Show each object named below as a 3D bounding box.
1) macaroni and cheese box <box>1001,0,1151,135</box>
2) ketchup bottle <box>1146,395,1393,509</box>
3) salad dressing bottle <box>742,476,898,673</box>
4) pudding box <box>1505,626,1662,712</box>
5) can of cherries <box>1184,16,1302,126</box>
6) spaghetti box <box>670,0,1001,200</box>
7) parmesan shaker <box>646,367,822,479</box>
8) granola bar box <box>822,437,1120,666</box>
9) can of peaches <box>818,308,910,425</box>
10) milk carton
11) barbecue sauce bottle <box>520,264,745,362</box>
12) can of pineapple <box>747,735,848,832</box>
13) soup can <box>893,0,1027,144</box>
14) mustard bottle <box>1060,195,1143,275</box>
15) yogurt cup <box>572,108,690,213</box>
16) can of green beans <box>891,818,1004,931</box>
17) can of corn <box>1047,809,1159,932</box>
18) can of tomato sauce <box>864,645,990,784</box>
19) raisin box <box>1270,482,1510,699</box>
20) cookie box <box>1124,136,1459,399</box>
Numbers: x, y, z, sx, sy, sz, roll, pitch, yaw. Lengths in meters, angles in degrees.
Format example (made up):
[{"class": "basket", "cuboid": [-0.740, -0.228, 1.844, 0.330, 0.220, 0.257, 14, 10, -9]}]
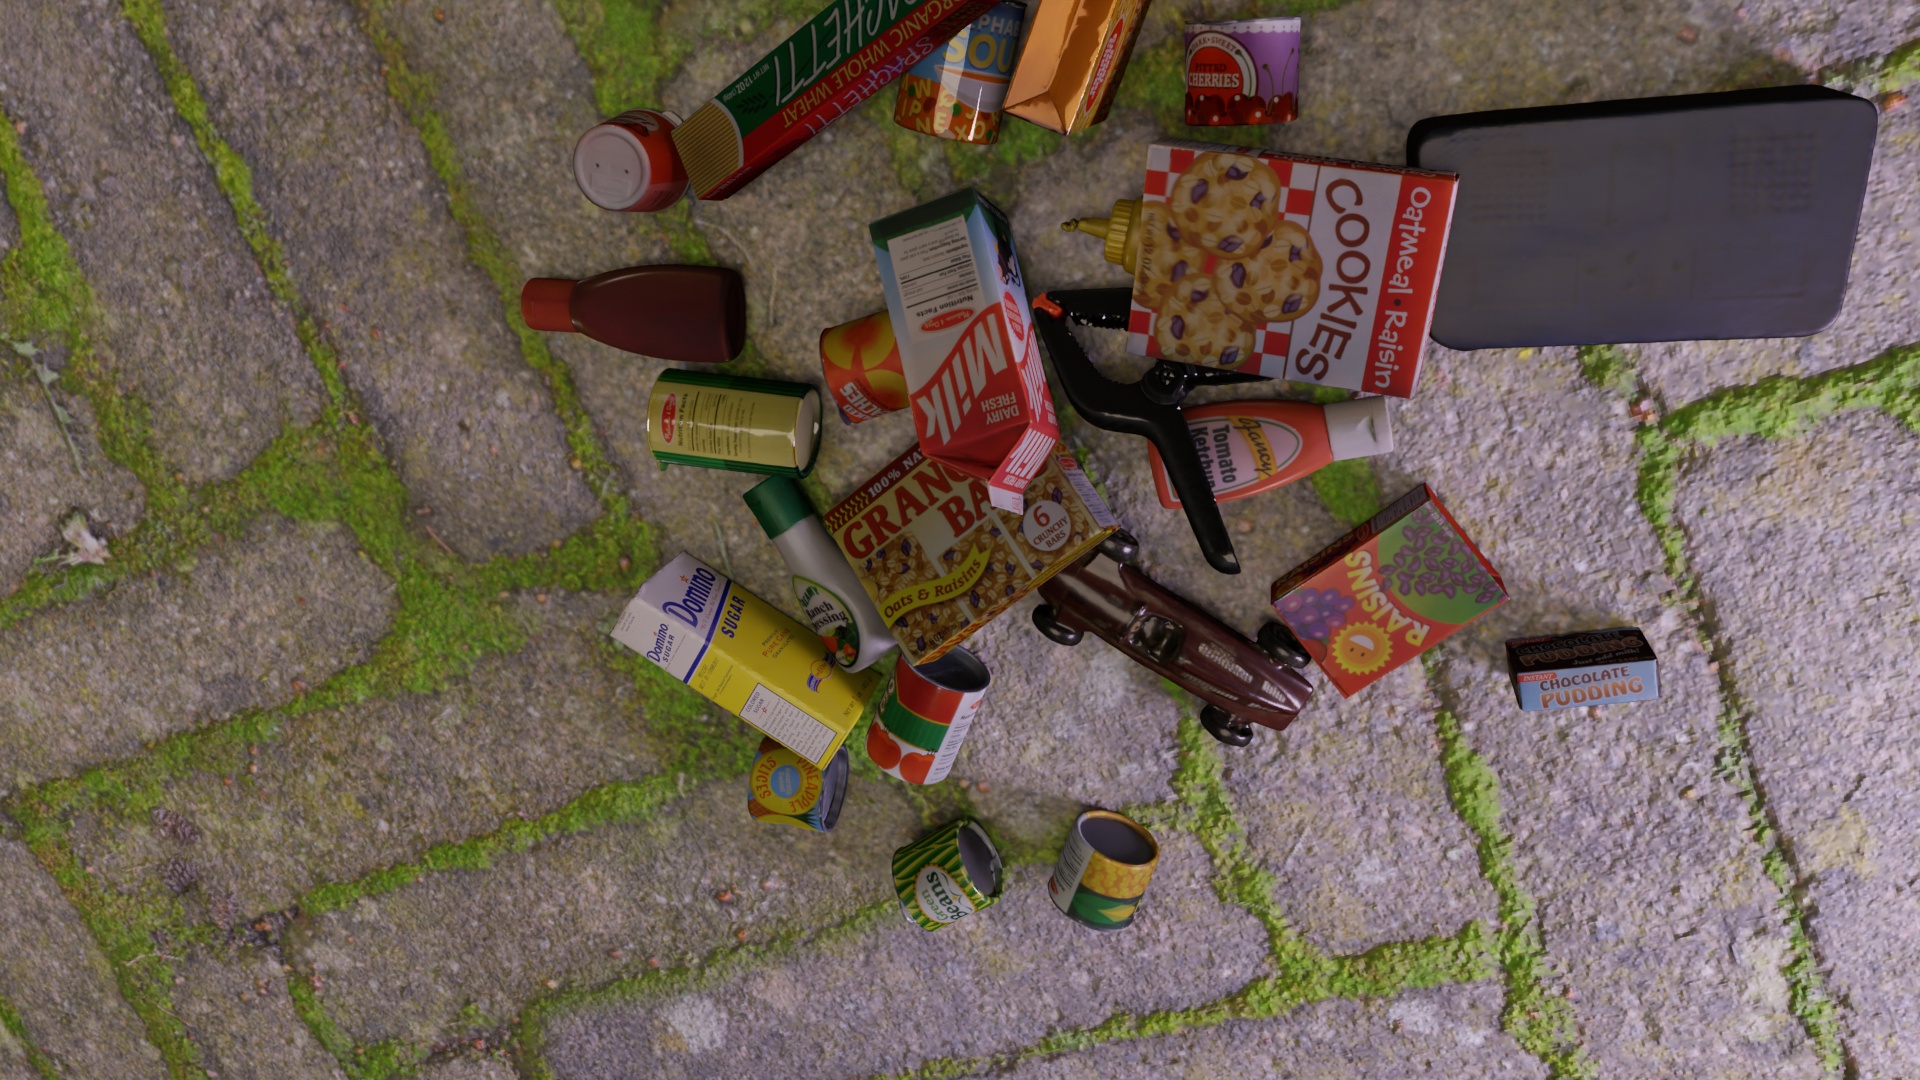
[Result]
[{"class": "macaroni and cheese box", "cuboid": [0.075, -0.292, 0.763, 0.040, 0.167, 0.123, 23, 112, 4]}, {"class": "ketchup bottle", "cuboid": [0.196, -0.062, 0.883, 0.149, 0.043, 0.064, -10, 98, 15]}, {"class": "salad dressing bottle", "cuboid": [-0.099, 0.021, 0.974, 0.064, 0.044, 0.147, -27, 97, 53]}, {"class": "pudding box", "cuboid": [0.396, 0.082, 0.885, 0.083, 0.050, 0.030, -8, 109, 16]}, {"class": "can of cherries", "cuboid": [0.161, -0.271, 0.803, 0.071, 0.072, 0.058, 2, 111, 12]}, {"class": "spaghetti box", "cuboid": [-0.081, -0.282, 0.832, 0.249, 0.029, 0.050, -23, 89, 37]}, {"class": "parmesan shaker", "cuboid": [-0.152, -0.076, 0.943, 0.103, 0.071, 0.071, 7, 111, 9]}, {"class": "granola bar box", "cuboid": [0.003, -0.012, 0.925, 0.165, 0.039, 0.124, -37, 77, 21]}, {"class": "can of peaches", "cuboid": [-0.052, -0.113, 0.906, 0.058, 0.071, 0.071, -16, 105, 17]}, {"class": "milk carton", "cuboid": [0.008, -0.110, 0.858, 0.073, 0.072, 0.190, -16, 82, 17]}, {"class": "barbecue sauce bottle", "cuboid": [-0.223, -0.157, 0.944, 0.148, 0.044, 0.064, 5, 110, 11]}, {"class": "can of pineapple", "cuboid": [-0.120, 0.178, 1.023, 0.058, 0.071, 0.070, 7, 110, 10]}, {"class": "soup can", "cuboid": [0.001, -0.286, 0.834, 0.071, 0.071, 0.083, 15, 112, 7]}, {"class": "mustard bottle", "cuboid": [0.141, -0.182, 0.850, 0.160, 0.049, 0.065, 13, 110, 9]}, {"class": "yogurt cup", "cuboid": [-0.216, -0.245, 0.905, 0.072, 0.054, 0.072, 4, 111, 12]}, {"class": "can of green beans", "cuboid": [-0.009, 0.246, 1.024, 0.057, 0.071, 0.071, -29, 101, 20]}, {"class": "can of corn", "cuboid": [0.105, 0.236, 0.996, 0.071, 0.071, 0.058, 21, 112, 5]}, {"class": "can of tomato sauce", "cuboid": [-0.026, 0.119, 0.984, 0.071, 0.071, 0.082, 24, 113, 3]}, {"class": "raisin box", "cuboid": [0.276, 0.034, 0.901, 0.123, 0.040, 0.086, -37, 99, 22]}, {"class": "cookie box", "cuboid": [0.186, -0.156, 0.791, 0.167, 0.040, 0.122, 12, 115, 17]}]
